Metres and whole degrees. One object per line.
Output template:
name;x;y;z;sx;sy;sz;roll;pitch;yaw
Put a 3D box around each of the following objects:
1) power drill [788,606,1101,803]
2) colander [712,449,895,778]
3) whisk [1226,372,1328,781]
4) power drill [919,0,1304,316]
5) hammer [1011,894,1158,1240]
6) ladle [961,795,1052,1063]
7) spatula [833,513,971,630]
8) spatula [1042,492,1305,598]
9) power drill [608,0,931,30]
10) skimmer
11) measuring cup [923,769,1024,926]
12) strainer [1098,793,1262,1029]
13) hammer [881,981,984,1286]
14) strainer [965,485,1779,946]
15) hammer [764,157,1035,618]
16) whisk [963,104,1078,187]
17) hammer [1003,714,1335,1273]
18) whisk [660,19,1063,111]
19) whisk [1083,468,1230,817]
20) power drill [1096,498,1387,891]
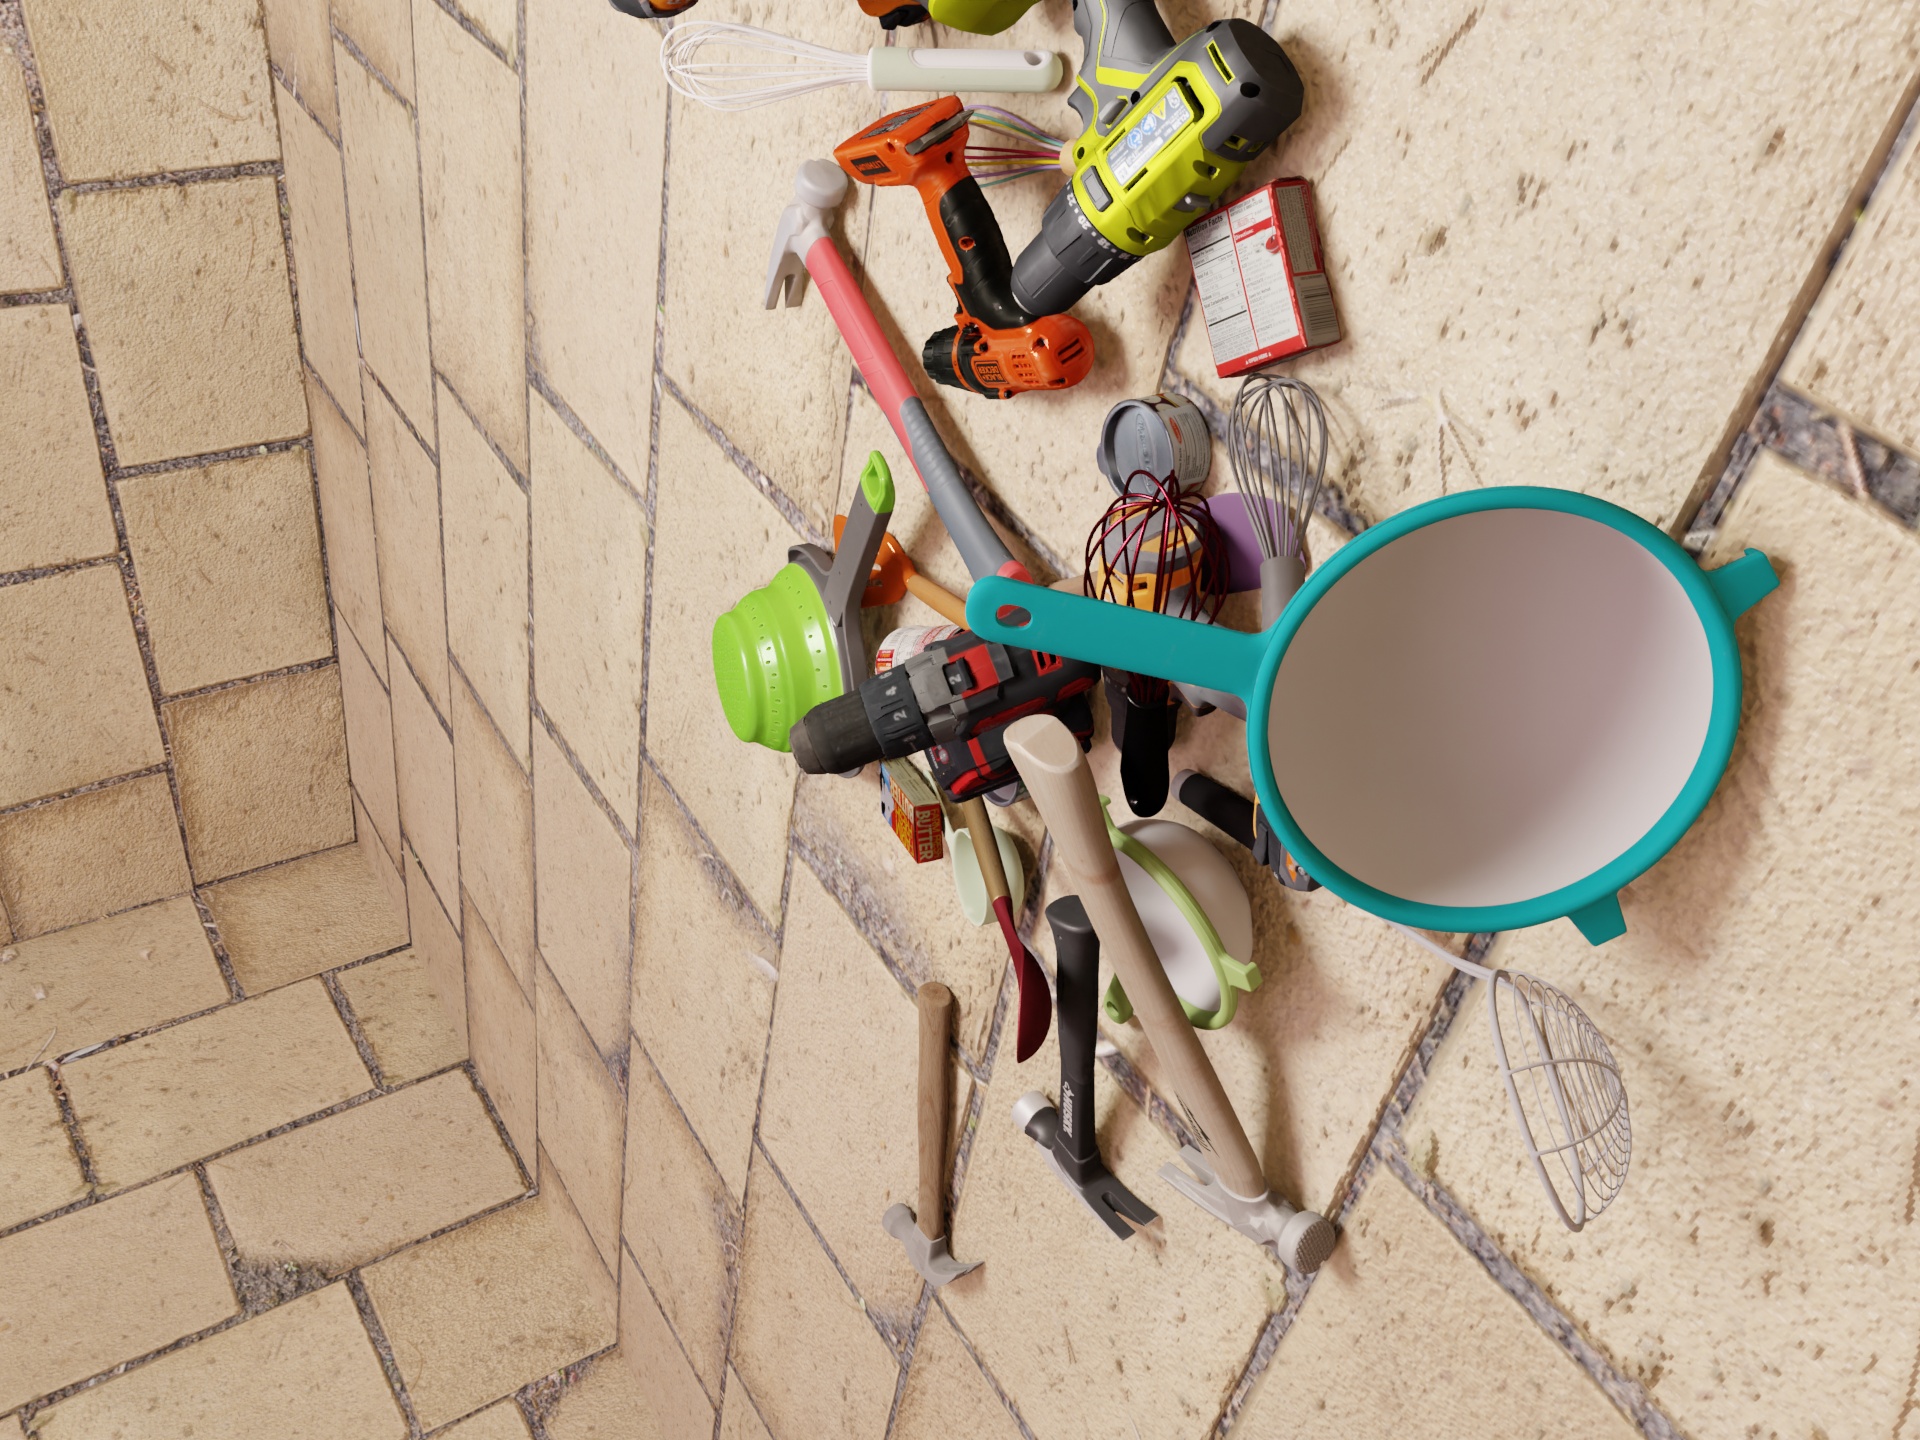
power drill;-0.002;-0.003;1.007;0.226;0.188;0.080;54;-165;-80
colander;-0.133;-0.081;1.277;0.396;0.094;0.205;117;137;-58
whisk;0.167;-0.077;0.820;0.055;0.055;0.239;144;132;-58
power drill;0.063;-0.356;0.870;0.190;0.080;0.229;-37;71;41
hammer;0.087;0.243;1.134;0.146;0.035;0.334;44;152;37
ladle;0.024;0.114;1.133;0.316;0.031;0.069;-106;13;-51
spatula;-0.035;-0.094;1.179;0.323;0.041;0.081;-140;41;-66
spatula;0.104;-0.094;1.022;0.316;0.018;0.059;-10;104;58
power drill;-0.103;-0.469;0.964;0.164;0.226;0.084;3;107;58
skimmer;0.218;0.133;0.882;0.364;0.090;0.127;36;173;49
measuring cup;0.009;0.091;1.258;0.168;0.038;0.083;-117;24;-48
strainer;0.138;0.141;1.055;0.152;0.069;0.256;49;160;20
hammer;-0.024;0.381;1.446;0.130;0.031;0.331;35;133;46
strainer;0.171;-0.029;0.730;0.095;0.340;0.211;-79;2;-67
hammer;-0.048;-0.221;1.163;0.387;0.038;0.143;63;150;21
whisk;0.051;-0.340;0.964;0.245;0.047;0.051;29;127;45
hammer;0.114;0.170;0.991;0.146;0.038;0.410;18;139;56
whisk;-0.061;-0.396;0.964;0.059;0.246;0.058;85;-172;-59
whisk;0.100;-0.026;0.843;0.073;0.073;0.295;53;165;29
power drill;0.155;-0.001;0.923;0.226;0.084;0.185;48;153;39
